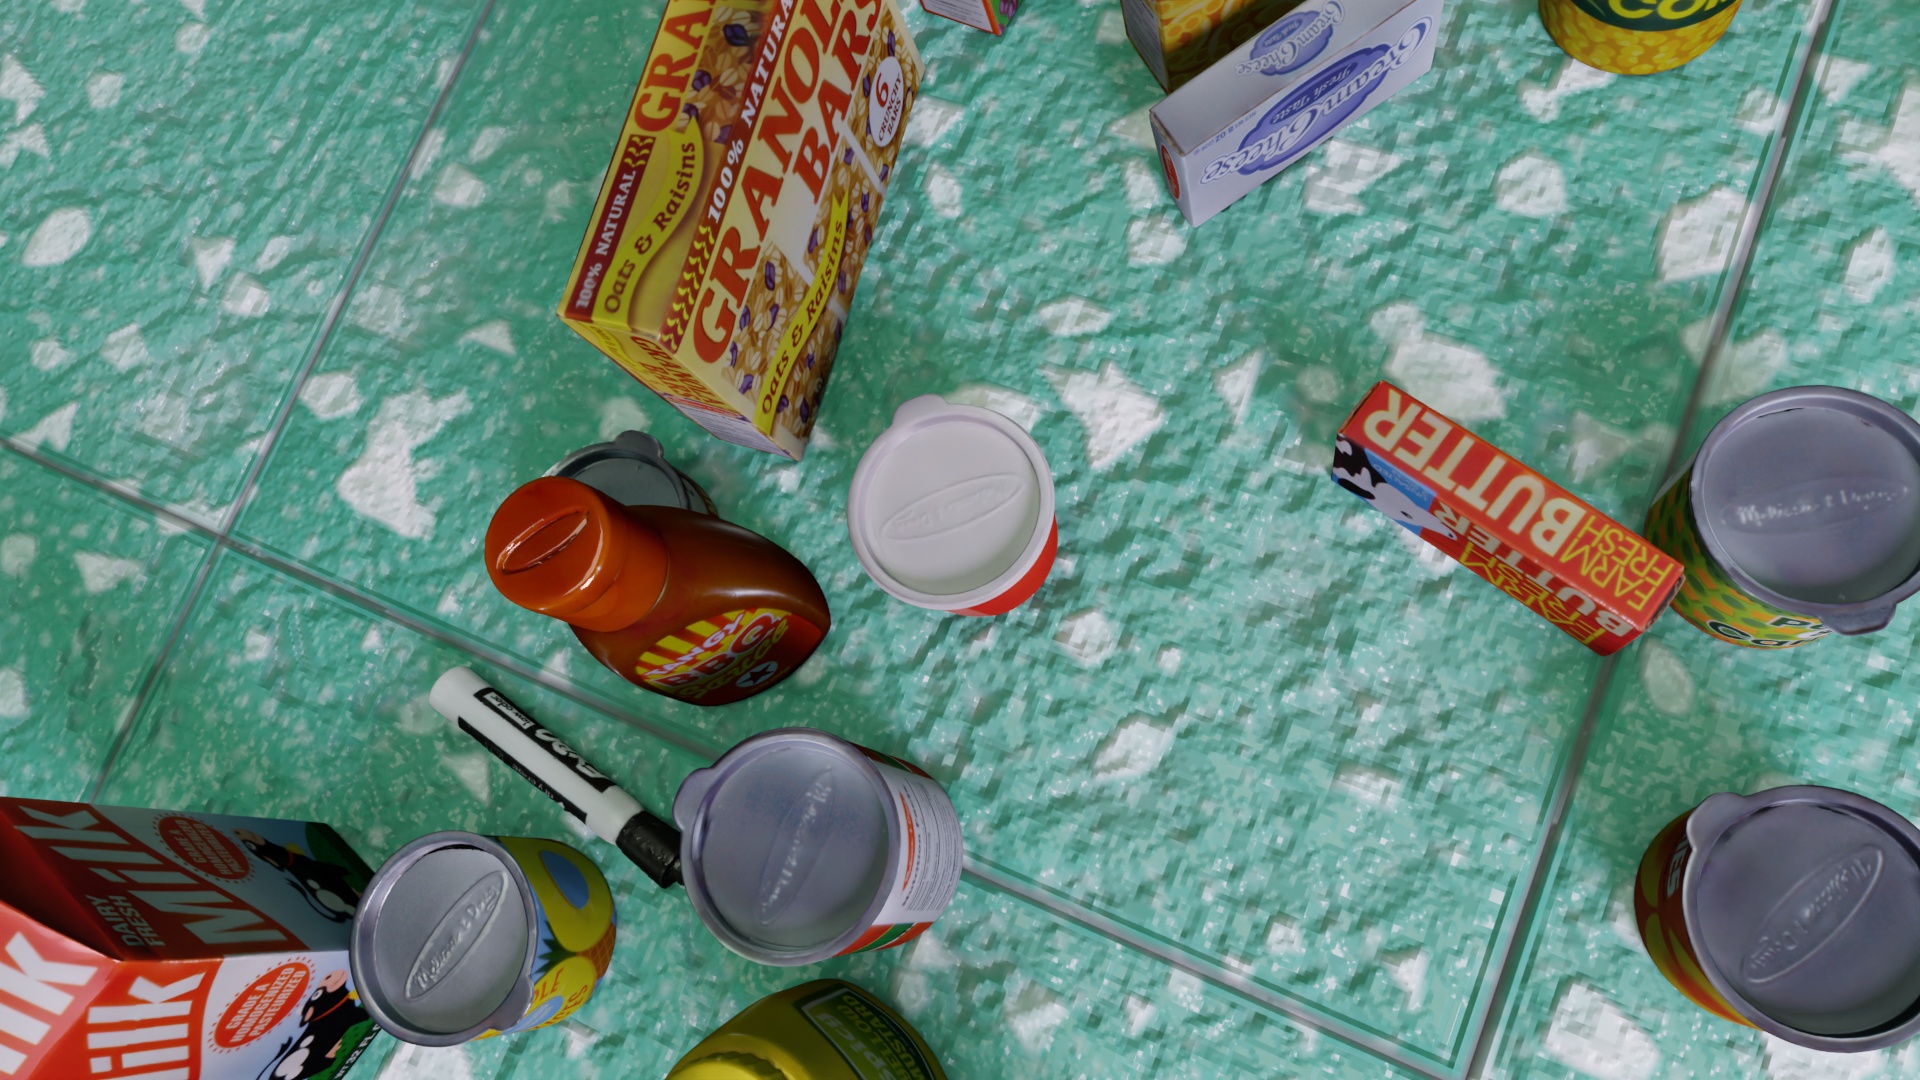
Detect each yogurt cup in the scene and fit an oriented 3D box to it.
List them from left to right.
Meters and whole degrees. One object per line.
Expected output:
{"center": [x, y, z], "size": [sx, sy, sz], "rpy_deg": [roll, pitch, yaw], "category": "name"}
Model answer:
{"center": [0.002, -0.006, 0.464], "size": [0.072, 0.054, 0.072], "rpy_deg": [-3, 75, 13], "category": "yogurt cup"}

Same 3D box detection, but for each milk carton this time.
{"center": [-0.251, 0.129, 0.416], "size": [0.073, 0.190, 0.072], "rpy_deg": [36, 87, 19], "category": "milk carton"}

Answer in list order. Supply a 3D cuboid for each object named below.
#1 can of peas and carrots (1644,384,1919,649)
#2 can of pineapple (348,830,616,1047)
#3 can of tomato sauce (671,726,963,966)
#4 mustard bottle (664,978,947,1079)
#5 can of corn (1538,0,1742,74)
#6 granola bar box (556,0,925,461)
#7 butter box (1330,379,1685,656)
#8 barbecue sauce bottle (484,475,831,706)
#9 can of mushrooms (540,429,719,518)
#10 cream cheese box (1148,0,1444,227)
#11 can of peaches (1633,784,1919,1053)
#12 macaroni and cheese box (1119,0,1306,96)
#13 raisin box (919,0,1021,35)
{"center": [0.241, -0.002, 0.404], "size": [0.071, 0.058, 0.071], "rpy_deg": [-3, 75, 13], "category": "can of peas and carrots"}
{"center": [-0.156, 0.133, 0.463], "size": [0.071, 0.058, 0.071], "rpy_deg": [-3, 75, 13], "category": "can of pineapple"}
{"center": [-0.042, 0.095, 0.432], "size": [0.071, 0.083, 0.071], "rpy_deg": [-3, 75, 13], "category": "can of tomato sauce"}
{"center": [-0.046, 0.156, 0.377], "size": [0.065, 0.160, 0.049], "rpy_deg": [42, 89, 19], "category": "mustard bottle"}
{"center": [0.230, -0.195, 0.457], "size": [0.071, 0.058, 0.071], "rpy_deg": [-3, 75, 13], "category": "can of corn"}
{"center": [-0.067, -0.125, 0.474], "size": [0.039, 0.124, 0.166], "rpy_deg": [13, 79, 16], "category": "granola bar box"}
{"center": [0.164, -0.006, 0.426], "size": [0.103, 0.053, 0.024], "rpy_deg": [37, 87, 19], "category": "butter box"}
{"center": [-0.092, 0.017, 0.430], "size": [0.065, 0.148, 0.044], "rpy_deg": [-32, 71, 4], "category": "barbecue sauce bottle"}
{"center": [-0.121, -0.002, 0.503], "size": [0.071, 0.033, 0.071], "rpy_deg": [-3, 75, 13], "category": "can of mushrooms"}
{"center": [0.115, -0.155, 0.476], "size": [0.104, 0.053, 0.024], "rpy_deg": [-34, 71, 3], "category": "cream cheese box"}
{"center": [0.225, 0.100, 0.381], "size": [0.071, 0.058, 0.071], "rpy_deg": [-3, 75, 13], "category": "can of peaches"}
{"center": [0.105, -0.226, 0.437], "size": [0.123, 0.166, 0.040], "rpy_deg": [-30, 71, 4], "category": "macaroni and cheese box"}
{"center": [0.006, -0.254, 0.491], "size": [0.040, 0.123, 0.086], "rpy_deg": [28, 84, 18], "category": "raisin box"}
